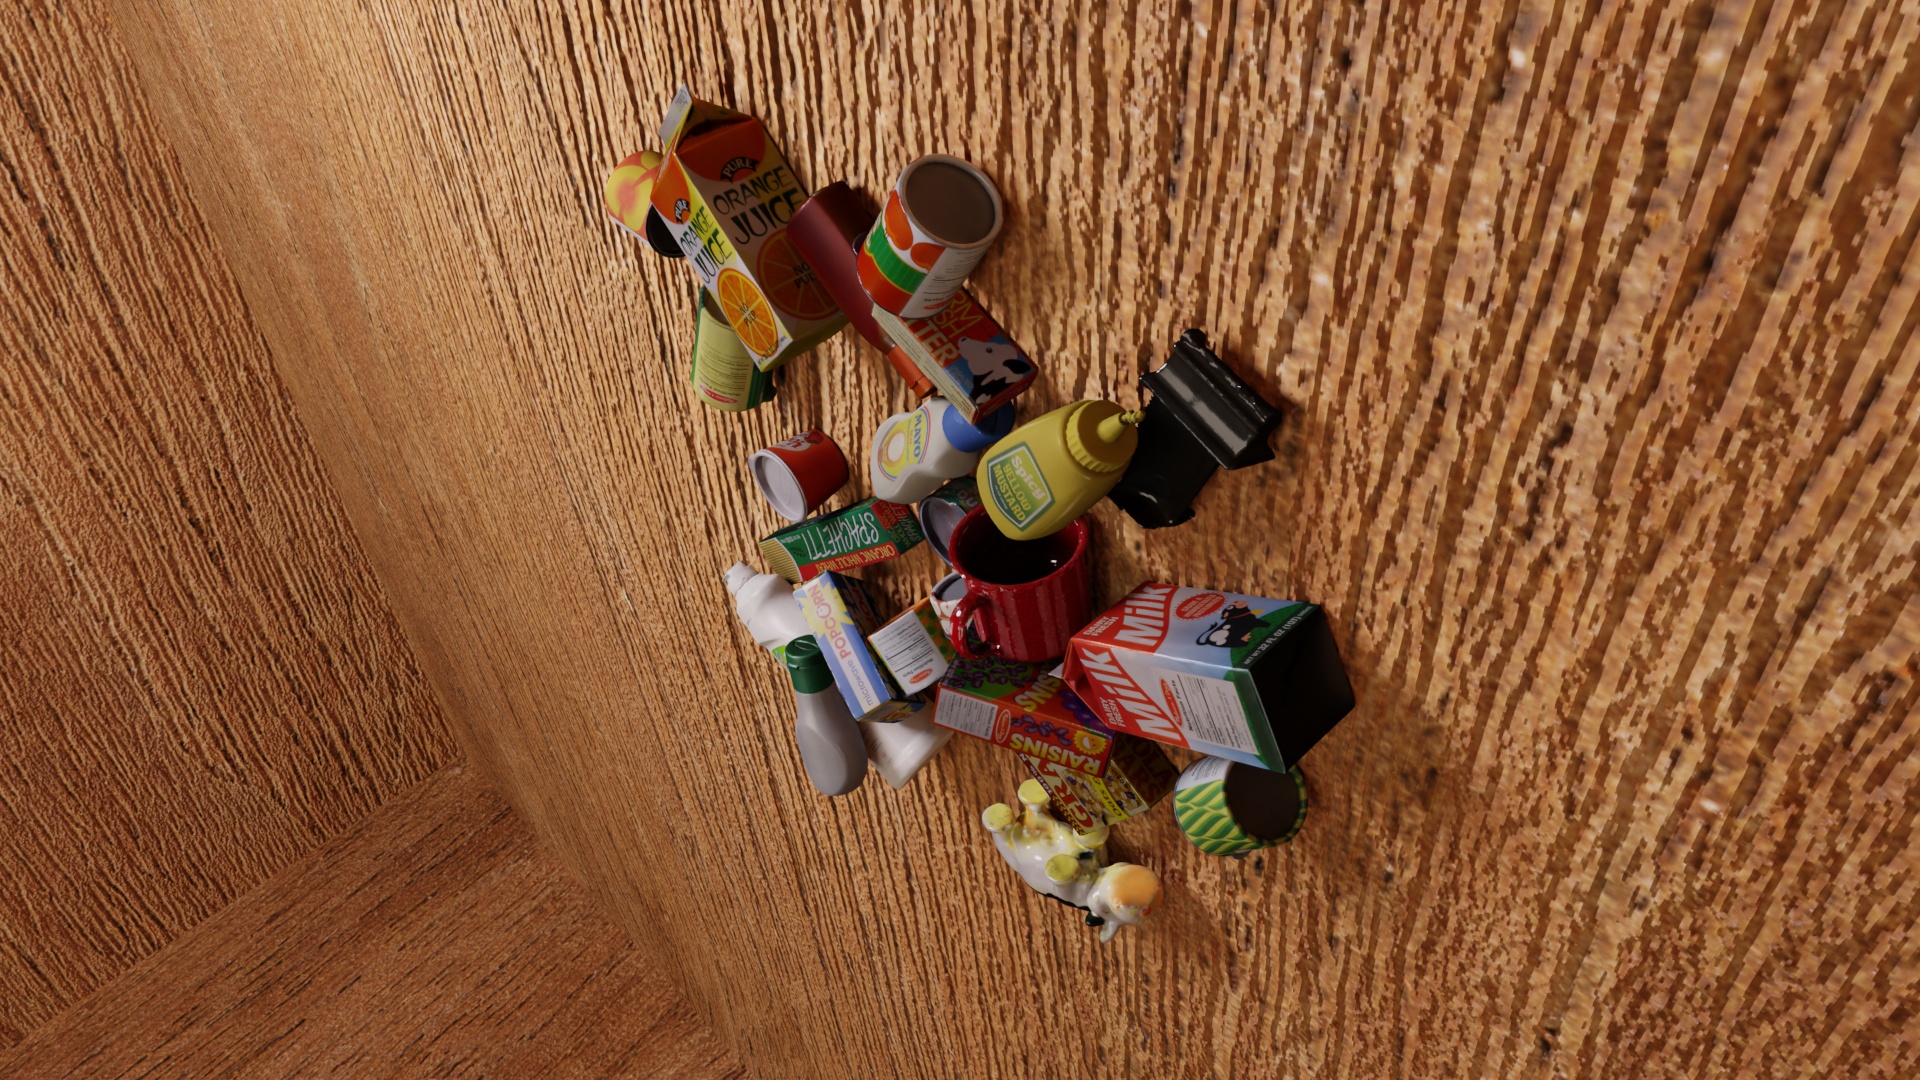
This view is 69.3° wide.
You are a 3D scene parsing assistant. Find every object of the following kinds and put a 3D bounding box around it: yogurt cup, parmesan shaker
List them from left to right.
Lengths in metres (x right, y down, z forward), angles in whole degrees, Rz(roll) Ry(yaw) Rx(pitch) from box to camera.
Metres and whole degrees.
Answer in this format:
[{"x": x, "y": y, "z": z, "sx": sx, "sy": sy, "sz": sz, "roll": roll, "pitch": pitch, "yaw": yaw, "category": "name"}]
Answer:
[{"x": -0.173, "y": -0.157, "z": 1.094, "sx": 0.071, "sy": 0.071, "sz": 0.102, "roll": 47, "pitch": 149, "yaw": 15, "category": "parmesan shaker"}, {"x": -0.130, "y": -0.056, "z": 1.142, "sx": 0.072, "sy": 0.054, "sz": 0.072, "roll": 37, "pitch": 146, "yaw": 30, "category": "yogurt cup"}]

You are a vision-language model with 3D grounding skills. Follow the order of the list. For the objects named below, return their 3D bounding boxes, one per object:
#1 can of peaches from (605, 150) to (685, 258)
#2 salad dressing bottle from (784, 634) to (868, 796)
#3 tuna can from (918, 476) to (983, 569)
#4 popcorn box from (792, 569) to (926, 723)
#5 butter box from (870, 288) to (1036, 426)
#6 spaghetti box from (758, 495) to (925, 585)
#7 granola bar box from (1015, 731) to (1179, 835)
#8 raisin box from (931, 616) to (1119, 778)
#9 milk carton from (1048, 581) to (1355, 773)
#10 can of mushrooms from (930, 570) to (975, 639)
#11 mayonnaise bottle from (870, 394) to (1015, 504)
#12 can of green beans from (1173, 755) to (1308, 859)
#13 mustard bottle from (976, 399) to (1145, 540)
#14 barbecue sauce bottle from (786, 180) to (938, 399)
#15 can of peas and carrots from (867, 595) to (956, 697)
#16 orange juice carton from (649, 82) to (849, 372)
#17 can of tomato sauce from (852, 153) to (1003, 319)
[{"x": -0.229, "y": -0.261, "z": 1.068, "sx": 0.058, "sy": 0.071, "sz": 0.070, "roll": 36, "pitch": 146, "yaw": 31, "category": "can of peaches"}, {"x": -0.119, "y": 0.151, "z": 1.202, "sx": 0.064, "sy": 0.044, "sz": 0.147, "roll": 13, "pitch": 127, "yaw": 36, "category": "salad dressing bottle"}, {"x": 0.004, "y": -0.013, "z": 1.009, "sx": 0.071, "sy": 0.033, "sz": 0.070, "roll": 37, "pitch": 146, "yaw": 30, "category": "tuna can"}, {"x": -0.084, "y": 0.091, "z": 1.172, "sx": 0.127, "sy": 0.038, "sz": 0.085, "roll": 62, "pitch": -167, "yaw": 17, "category": "popcorn box"}, {"x": -0.005, "y": -0.127, "z": 0.883, "sx": 0.103, "sy": 0.053, "sz": 0.024, "roll": 49, "pitch": 153, "yaw": 12, "category": "butter box"}, {"x": -0.108, "y": 0.001, "z": 1.195, "sx": 0.050, "sy": 0.029, "sz": 0.249, "roll": 59, "pitch": 151, "yaw": -9, "category": "spaghetti box"}, {"x": 0.077, "y": 0.139, "z": 1.051, "sx": 0.165, "sy": 0.039, "sz": 0.123, "roll": 53, "pitch": 151, "yaw": 5, "category": "granola bar box"}, {"x": 0.052, "y": 0.105, "z": 0.949, "sx": 0.123, "sy": 0.086, "sz": 0.039, "roll": 17, "pitch": 122, "yaw": 9, "category": "raisin box"}, {"x": 0.139, "y": 0.078, "z": 0.862, "sx": 0.190, "sy": 0.072, "sz": 0.073, "roll": 6, "pitch": 125, "yaw": 53, "category": "milk carton"}, {"x": 0.014, "y": 0.043, "z": 1.017, "sx": 0.071, "sy": 0.071, "sz": 0.033, "roll": 5, "pitch": 123, "yaw": 54, "category": "can of mushrooms"}, {"x": -0.014, "y": -0.069, "z": 0.954, "sx": 0.147, "sy": 0.041, "sz": 0.065, "roll": -22, "pitch": 62, "yaw": 59, "category": "mayonnaise bottle"}, {"x": 0.181, "y": 0.168, "z": 0.898, "sx": 0.071, "sy": 0.071, "sz": 0.057, "roll": 55, "pitch": 151, "yaw": 1, "category": "can of green beans"}, {"x": 0.061, "y": -0.047, "z": 0.800, "sx": 0.065, "sy": 0.049, "sz": 0.159, "roll": 62, "pitch": 153, "yaw": 5, "category": "mustard bottle"}, {"x": -0.056, "y": -0.164, "z": 0.931, "sx": 0.148, "sy": 0.044, "sz": 0.064, "roll": 55, "pitch": 151, "yaw": 0, "category": "barbecue sauce bottle"}, {"x": -0.033, "y": 0.085, "z": 1.135, "sx": 0.058, "sy": 0.071, "sz": 0.070, "roll": 57, "pitch": 151, "yaw": -2, "category": "can of peas and carrots"}, {"x": -0.153, "y": -0.224, "z": 0.982, "sx": 0.192, "sy": 0.073, "sz": 0.071, "roll": 58, "pitch": 151, "yaw": -3, "category": "orange juice carton"}, {"x": -0.020, "y": -0.183, "z": 0.834, "sx": 0.071, "sy": 0.071, "sz": 0.082, "roll": 53, "pitch": 150, "yaw": 4, "category": "can of tomato sauce"}]
